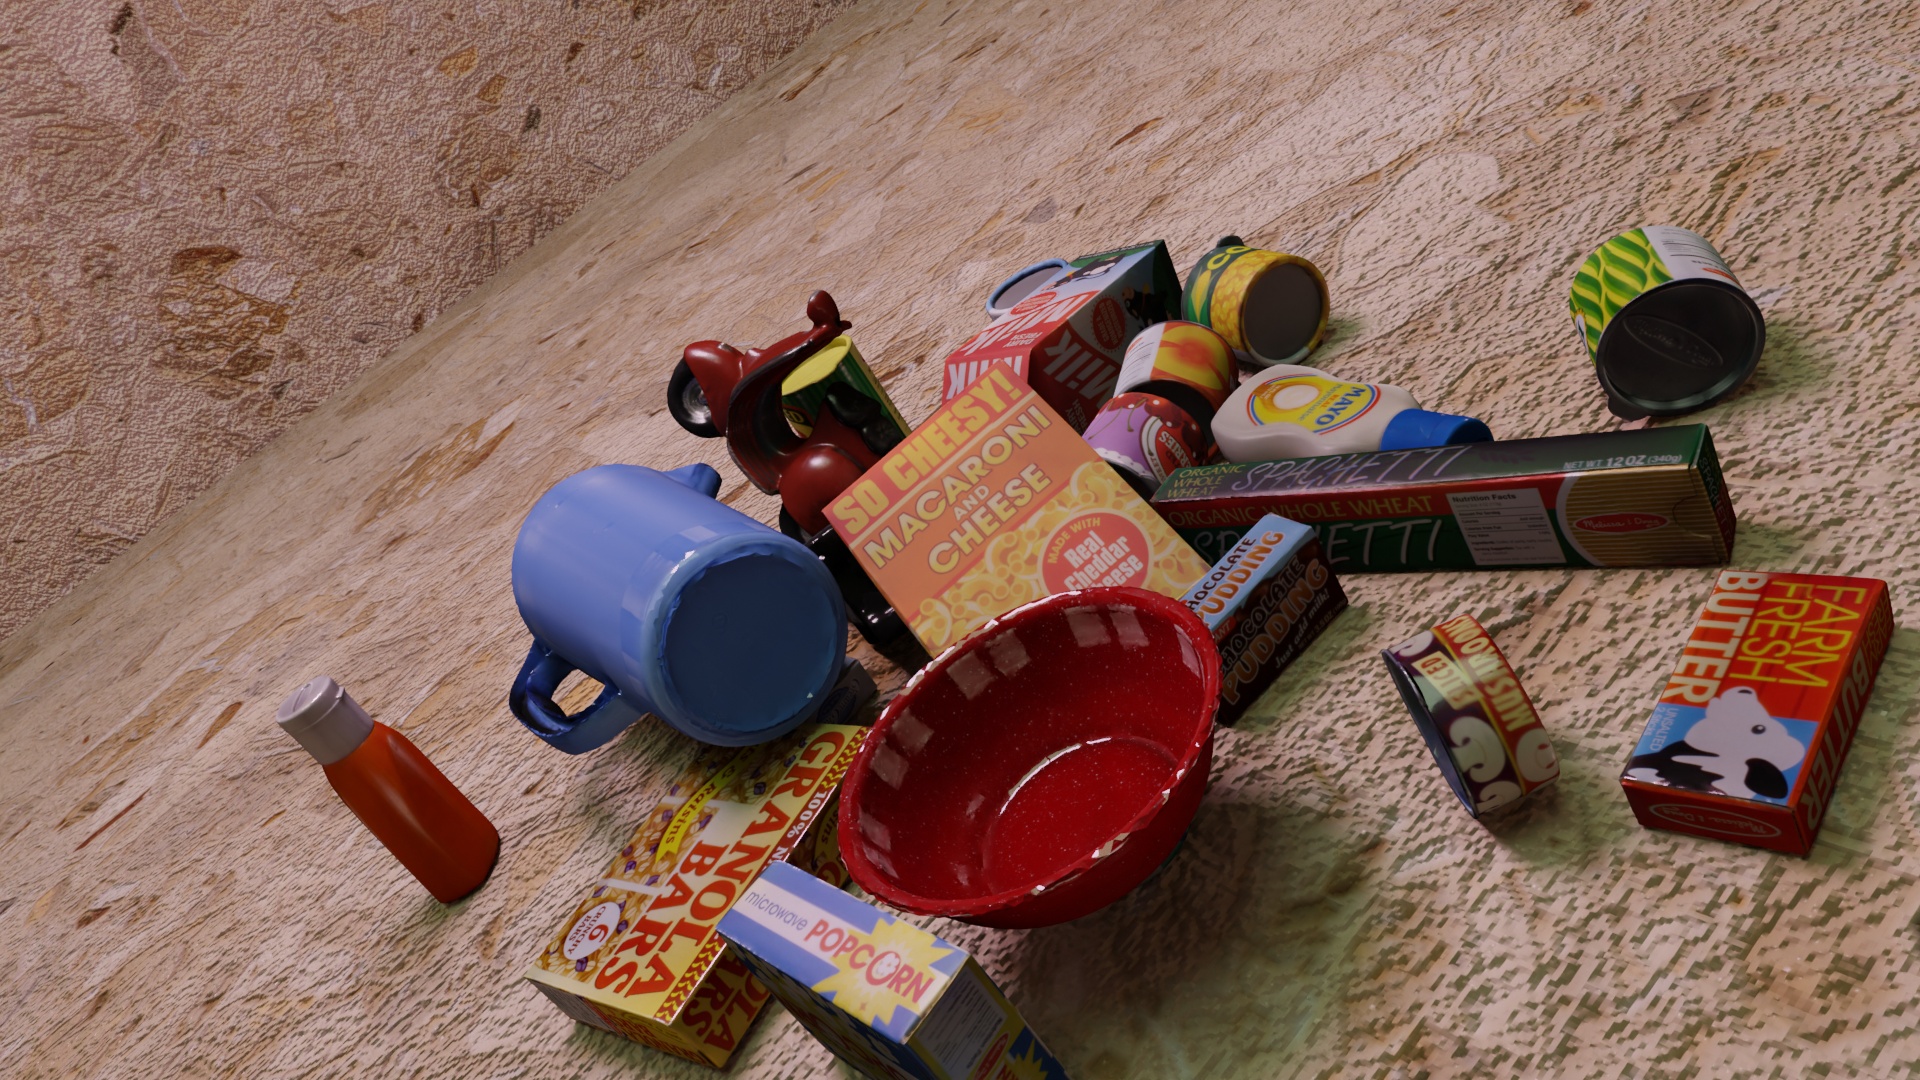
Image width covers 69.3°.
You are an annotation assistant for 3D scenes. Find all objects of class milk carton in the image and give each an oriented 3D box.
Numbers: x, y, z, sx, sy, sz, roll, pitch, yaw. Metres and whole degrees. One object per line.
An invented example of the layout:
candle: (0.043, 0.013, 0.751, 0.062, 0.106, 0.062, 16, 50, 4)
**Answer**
milk carton: (0.060, -0.107, 0.844, 0.072, 0.073, 0.191, 0, 32, 46)

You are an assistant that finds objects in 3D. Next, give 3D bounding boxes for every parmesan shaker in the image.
parmesan shaker: (-0.074, -0.078, 0.937, 0.071, 0.102, 0.071, -26, 28, 15)

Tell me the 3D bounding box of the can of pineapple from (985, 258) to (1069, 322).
can of pineapple: (0.060, -0.156, 0.971, 0.071, 0.057, 0.071, -26, 28, 15)

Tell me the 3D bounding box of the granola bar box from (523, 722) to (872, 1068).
granola bar box: (-0.113, 0.161, 0.667, 0.124, 0.039, 0.166, -5, 39, 44)

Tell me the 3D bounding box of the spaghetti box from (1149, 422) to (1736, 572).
spaghetti box: (0.197, -0.013, 0.609, 0.250, 0.050, 0.029, -3, 39, 44)

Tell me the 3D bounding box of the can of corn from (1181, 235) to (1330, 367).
can of corn: (0.173, -0.140, 0.813, 0.071, 0.071, 0.058, -39, 29, -10)

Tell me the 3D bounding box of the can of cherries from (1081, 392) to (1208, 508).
can of cherries: (0.093, -0.037, 0.736, 0.071, 0.071, 0.059, -5, 37, 42)

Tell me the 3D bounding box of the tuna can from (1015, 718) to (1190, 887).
tuna can: (0.060, 0.109, 0.574, 0.071, 0.032, 0.071, -25, 29, 15)

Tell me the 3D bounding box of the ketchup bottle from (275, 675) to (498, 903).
ketchup bottle: (-0.331, 0.142, 0.807, 0.043, 0.148, 0.065, -31, 28, 3)

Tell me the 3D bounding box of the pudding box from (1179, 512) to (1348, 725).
pudding box: (0.126, 0.033, 0.608, 0.084, 0.049, 0.030, -42, 30, -16)

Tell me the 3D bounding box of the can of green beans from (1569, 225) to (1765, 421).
can of green beans: (0.307, -0.097, 0.609, 0.071, 0.071, 0.058, -21, 29, 23)

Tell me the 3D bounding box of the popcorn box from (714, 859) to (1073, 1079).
popcorn box: (-0.026, 0.171, 0.509, 0.038, 0.085, 0.126, -47, 30, -25)

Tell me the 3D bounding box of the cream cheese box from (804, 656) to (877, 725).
cream cheese box: (-0.097, 0.084, 0.786, 0.053, 0.024, 0.104, -47, 31, -23)

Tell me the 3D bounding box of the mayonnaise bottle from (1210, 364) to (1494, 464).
mayonnaise bottle: (0.192, -0.053, 0.684, 0.065, 0.041, 0.148, -40, 28, -16)

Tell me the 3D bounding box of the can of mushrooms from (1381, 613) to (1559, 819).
can of mushrooms: (0.178, 0.060, 0.488, 0.033, 0.071, 0.071, -27, 28, 9)

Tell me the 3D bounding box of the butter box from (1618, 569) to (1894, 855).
butter box: (0.265, 0.053, 0.459, 0.053, 0.024, 0.104, 4, 45, 50)

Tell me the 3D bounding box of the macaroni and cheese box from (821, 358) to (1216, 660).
macaroni and cheese box: (0.027, 0.007, 0.673, 0.124, 0.040, 0.167, -40, 57, -1)

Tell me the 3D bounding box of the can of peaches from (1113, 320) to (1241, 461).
can of peaches: (0.122, -0.080, 0.778, 0.071, 0.071, 0.058, -16, 32, 30)
